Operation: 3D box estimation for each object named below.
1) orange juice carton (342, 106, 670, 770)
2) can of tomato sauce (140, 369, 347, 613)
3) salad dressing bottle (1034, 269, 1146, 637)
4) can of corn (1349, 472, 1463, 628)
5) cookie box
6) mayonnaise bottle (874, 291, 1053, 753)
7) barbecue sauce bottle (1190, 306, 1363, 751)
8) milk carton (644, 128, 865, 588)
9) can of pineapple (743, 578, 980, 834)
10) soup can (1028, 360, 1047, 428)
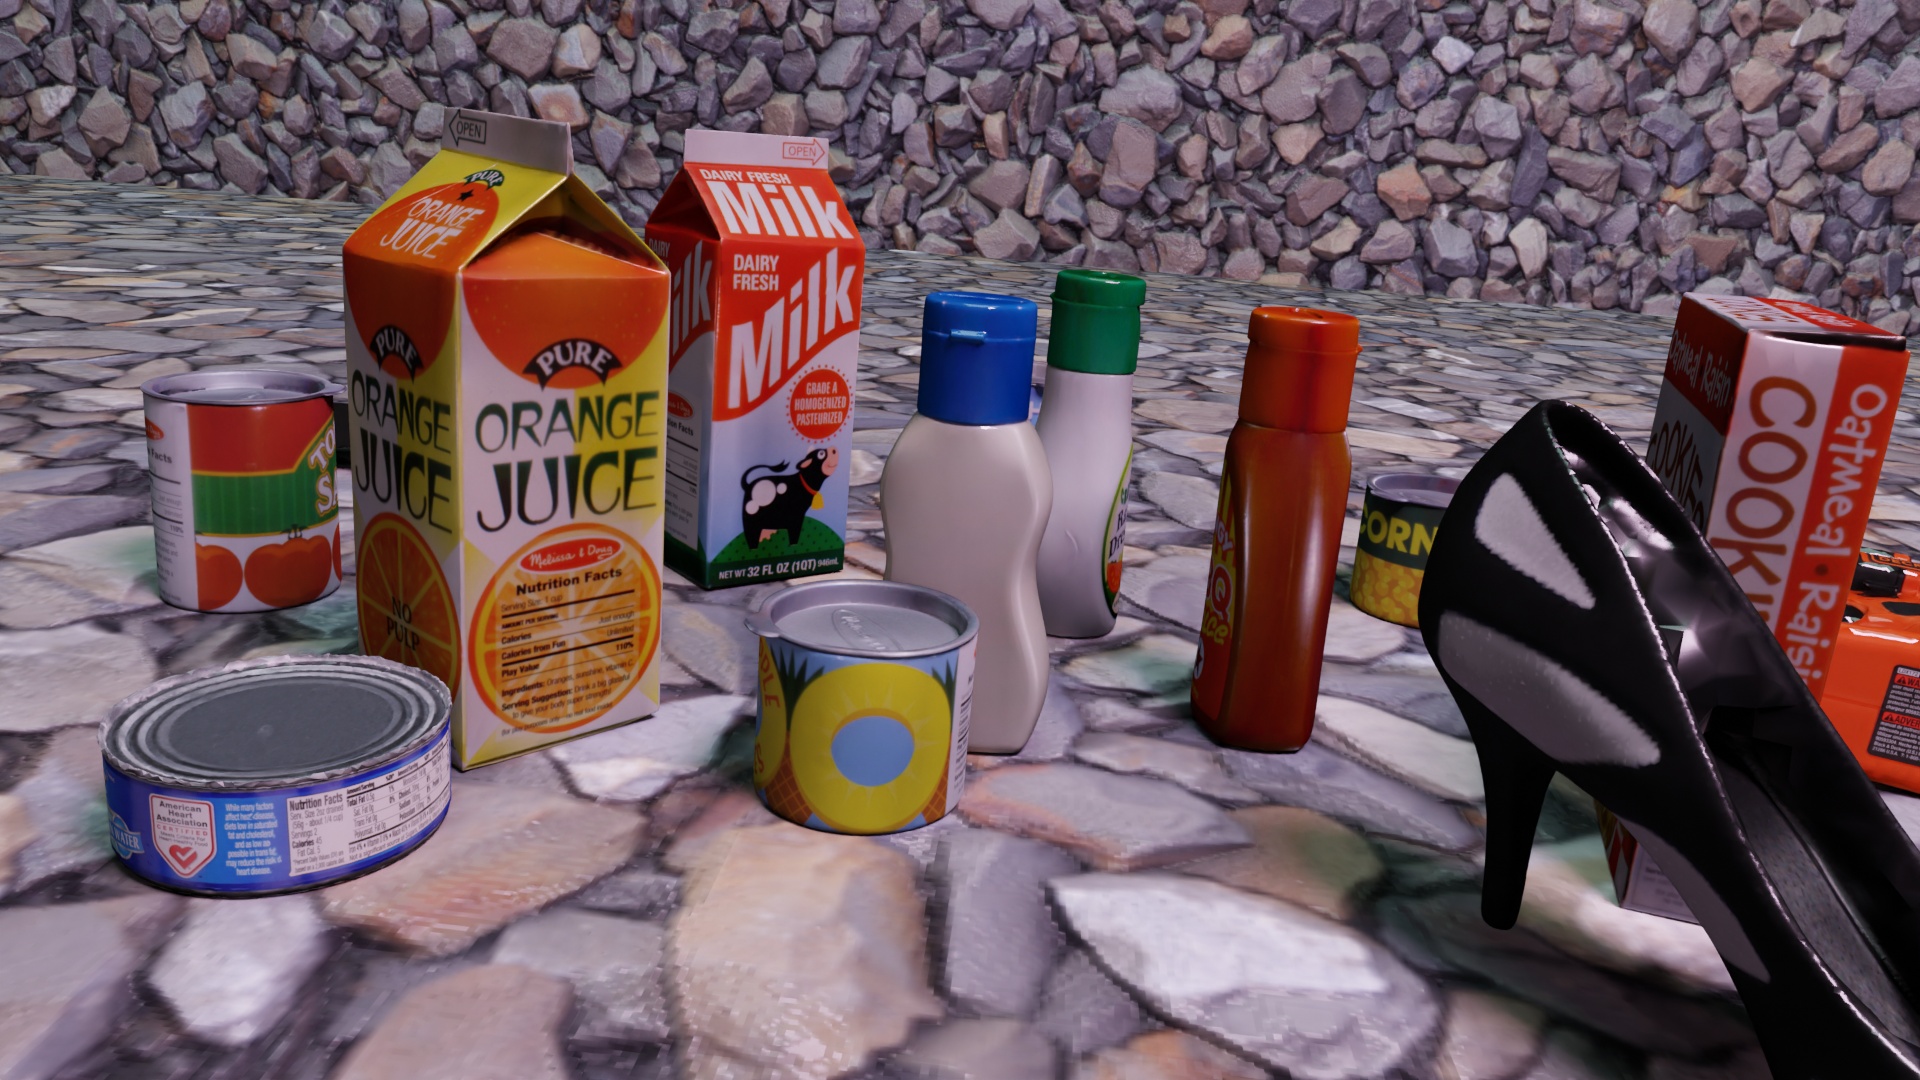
[{"bbox_3d":[-0.143,-0.035,0.438,0.072,0.192,0.073,18,21,40],"label":"orange juice carton"},{"bbox_3d":[-0.278,-0.021,0.546,0.071,0.082,0.071,4,16,-1],"label":"can of tomato sauce"},{"bbox_3d":[0.050,-0.036,0.573,0.044,0.147,0.064,7,16,10],"label":"salad dressing bottle"},{"bbox_3d":[0.215,0.005,0.640,0.071,0.058,0.071,4,16,-1],"label":"can of corn"},{"bbox_3d":[0.231,0.013,0.422,0.040,0.166,0.123,10,17,17],"label":"cookie box"},{"bbox_3d":[0.002,-0.006,0.457,0.065,0.147,0.041,8,16,11],"label":"mayonnaise bottle"},{"bbox_3d":[0.111,-0.005,0.485,0.044,0.148,0.065,5,16,1],"label":"barbecue sauce bottle"},{"bbox_3d":[-0.094,-0.082,0.615,0.072,0.190,0.073,-8,20,-37],"label":"milk carton"},{"bbox_3d":[-0.031,0.049,0.422,0.071,0.057,0.071,4,16,-1],"label":"can of pineapple"},{"bbox_3d":[0.031,-0.047,0.720,0.071,0.083,0.071,4,16,-1],"label":"soup can"}]
